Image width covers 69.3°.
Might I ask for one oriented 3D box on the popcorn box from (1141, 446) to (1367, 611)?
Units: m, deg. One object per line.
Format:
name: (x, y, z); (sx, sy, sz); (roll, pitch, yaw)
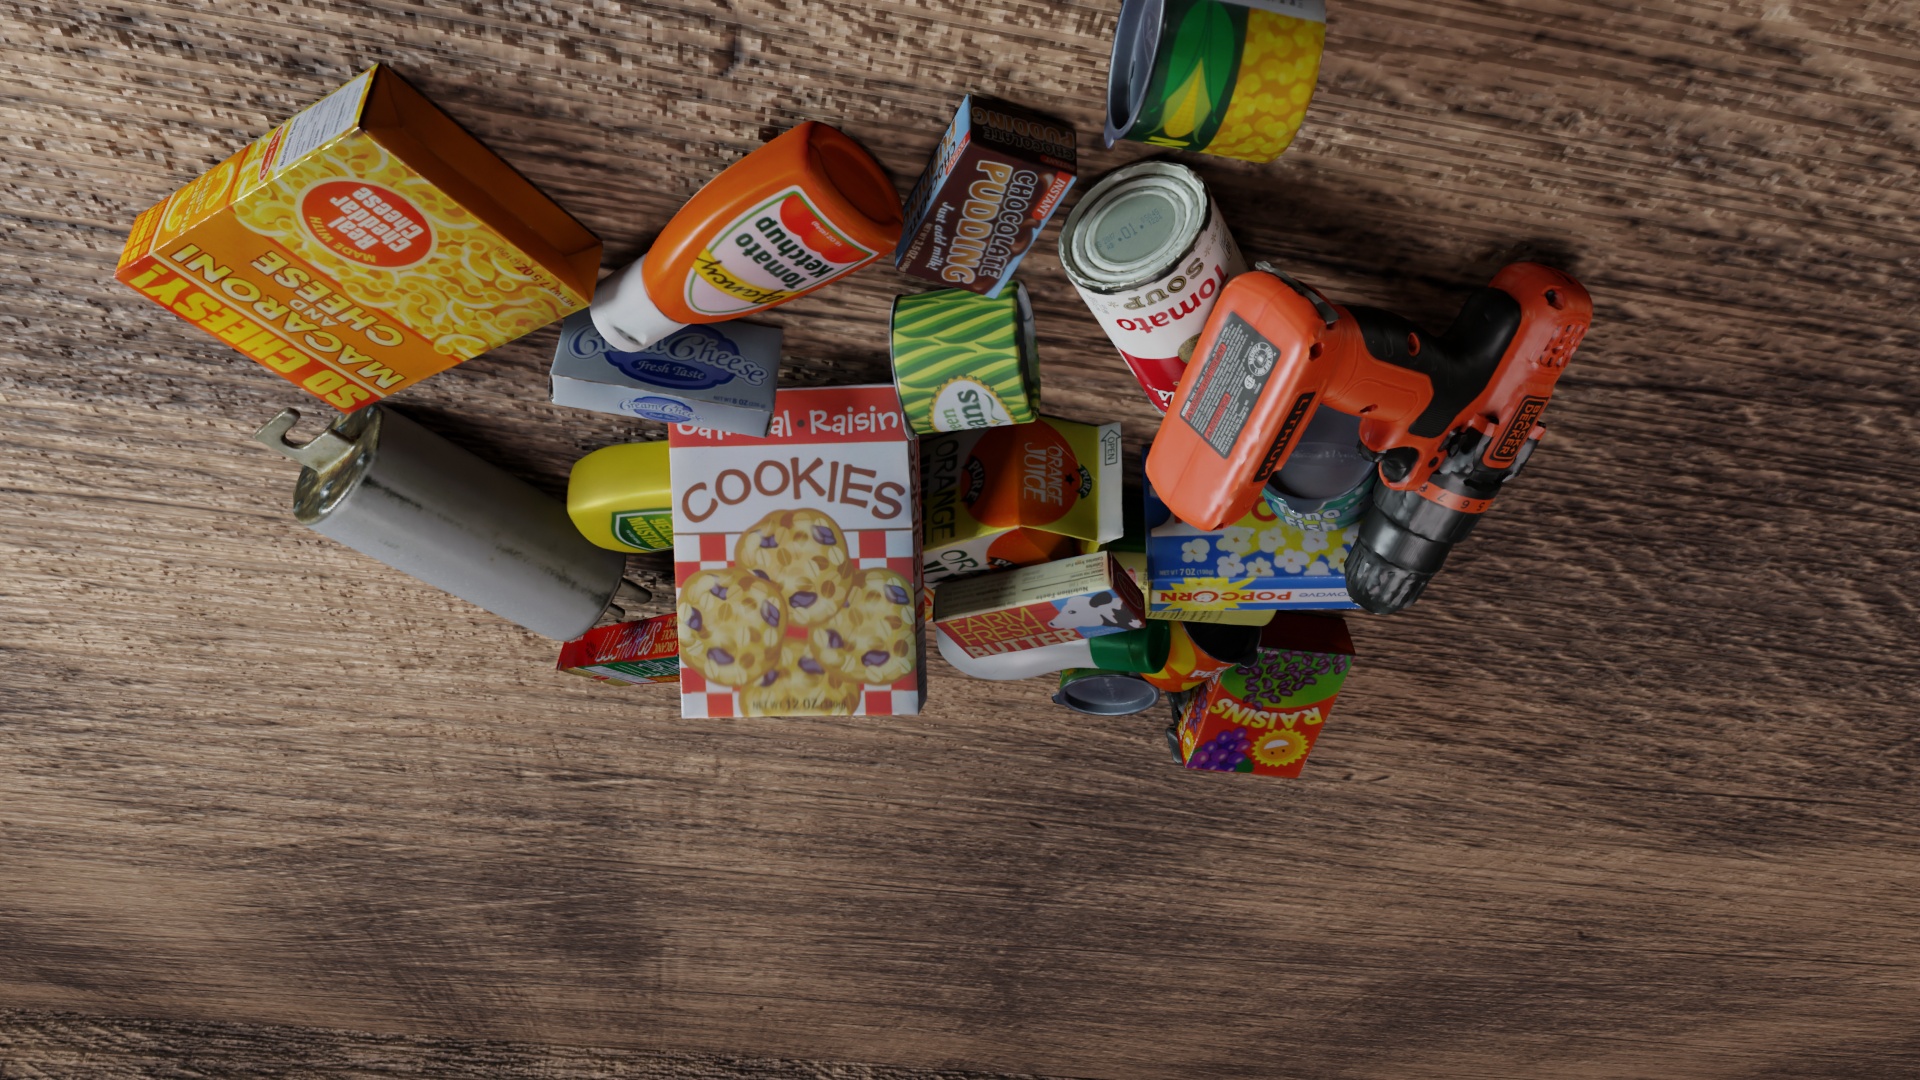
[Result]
popcorn box: (0.162, -0.008, 0.744); (0.127, 0.085, 0.038); (-1, 150, 5)

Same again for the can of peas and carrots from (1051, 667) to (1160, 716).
can of peas and carrots: (0.096, 0.078, 0.922); (0.071, 0.059, 0.070); (2, 150, 1)

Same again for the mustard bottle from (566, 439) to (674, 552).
mustard bottle: (-0.133, -0.028, 0.763); (0.160, 0.049, 0.065); (-6, 152, 15)

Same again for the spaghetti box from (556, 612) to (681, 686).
spaghetti box: (-0.198, 0.072, 0.888); (0.050, 0.029, 0.249); (19, 164, -28)

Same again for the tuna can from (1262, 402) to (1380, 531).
tuna can: (0.182, -0.037, 0.705); (0.071, 0.071, 0.032); (-10, 149, 19)

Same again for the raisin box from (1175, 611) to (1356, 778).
raisin box: (0.205, 0.105, 0.944); (0.086, 0.040, 0.122); (6, 128, -8)

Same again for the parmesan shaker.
parmesan shaker: (0.127, 0.016, 0.804); (0.103, 0.071, 0.071); (5, 150, -6)

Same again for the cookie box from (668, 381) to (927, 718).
cookie box: (-0.082, 0.004, 0.710); (0.123, 0.167, 0.040); (-1, -175, 6)

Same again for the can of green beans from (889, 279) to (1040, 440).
can of green beans: (0.003, -0.084, 0.641); (0.058, 0.071, 0.071); (-5, 149, 12)

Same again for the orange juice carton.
orange juice carton: (0.003, -0.010, 0.764); (0.192, 0.072, 0.073); (-16, 146, 28)

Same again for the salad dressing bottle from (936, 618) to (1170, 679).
salad dressing bottle: (0.057, 0.060, 0.865); (0.147, 0.064, 0.043); (2, 134, 34)

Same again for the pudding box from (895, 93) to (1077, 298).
pudding box: (0.010, -0.141, 0.578); (0.050, 0.030, 0.083); (13, 148, -19)

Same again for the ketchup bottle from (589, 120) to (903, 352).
ketchup bottle: (-0.099, -0.124, 0.601); (0.148, 0.044, 0.064); (-19, 143, 33)

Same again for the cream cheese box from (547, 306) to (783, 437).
cream cheese box: (-0.139, -0.084, 0.663); (0.104, 0.053, 0.024); (8, 146, -11)

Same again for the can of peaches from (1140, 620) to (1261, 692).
can of peaches: (0.146, 0.058, 0.873); (0.071, 0.071, 0.057); (18, 147, -25)

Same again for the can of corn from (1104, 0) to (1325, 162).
can of corn: (0.088, -0.168, 0.489); (0.058, 0.071, 0.070); (7, 149, -9)

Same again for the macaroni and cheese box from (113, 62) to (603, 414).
macaroni and cheese box: (-0.264, -0.124, 0.614); (0.166, 0.040, 0.123); (-16, 145, 28)

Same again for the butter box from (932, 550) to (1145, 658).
butter box: (0.041, 0.035, 0.739); (0.103, 0.024, 0.053); (-13, 147, 23)
